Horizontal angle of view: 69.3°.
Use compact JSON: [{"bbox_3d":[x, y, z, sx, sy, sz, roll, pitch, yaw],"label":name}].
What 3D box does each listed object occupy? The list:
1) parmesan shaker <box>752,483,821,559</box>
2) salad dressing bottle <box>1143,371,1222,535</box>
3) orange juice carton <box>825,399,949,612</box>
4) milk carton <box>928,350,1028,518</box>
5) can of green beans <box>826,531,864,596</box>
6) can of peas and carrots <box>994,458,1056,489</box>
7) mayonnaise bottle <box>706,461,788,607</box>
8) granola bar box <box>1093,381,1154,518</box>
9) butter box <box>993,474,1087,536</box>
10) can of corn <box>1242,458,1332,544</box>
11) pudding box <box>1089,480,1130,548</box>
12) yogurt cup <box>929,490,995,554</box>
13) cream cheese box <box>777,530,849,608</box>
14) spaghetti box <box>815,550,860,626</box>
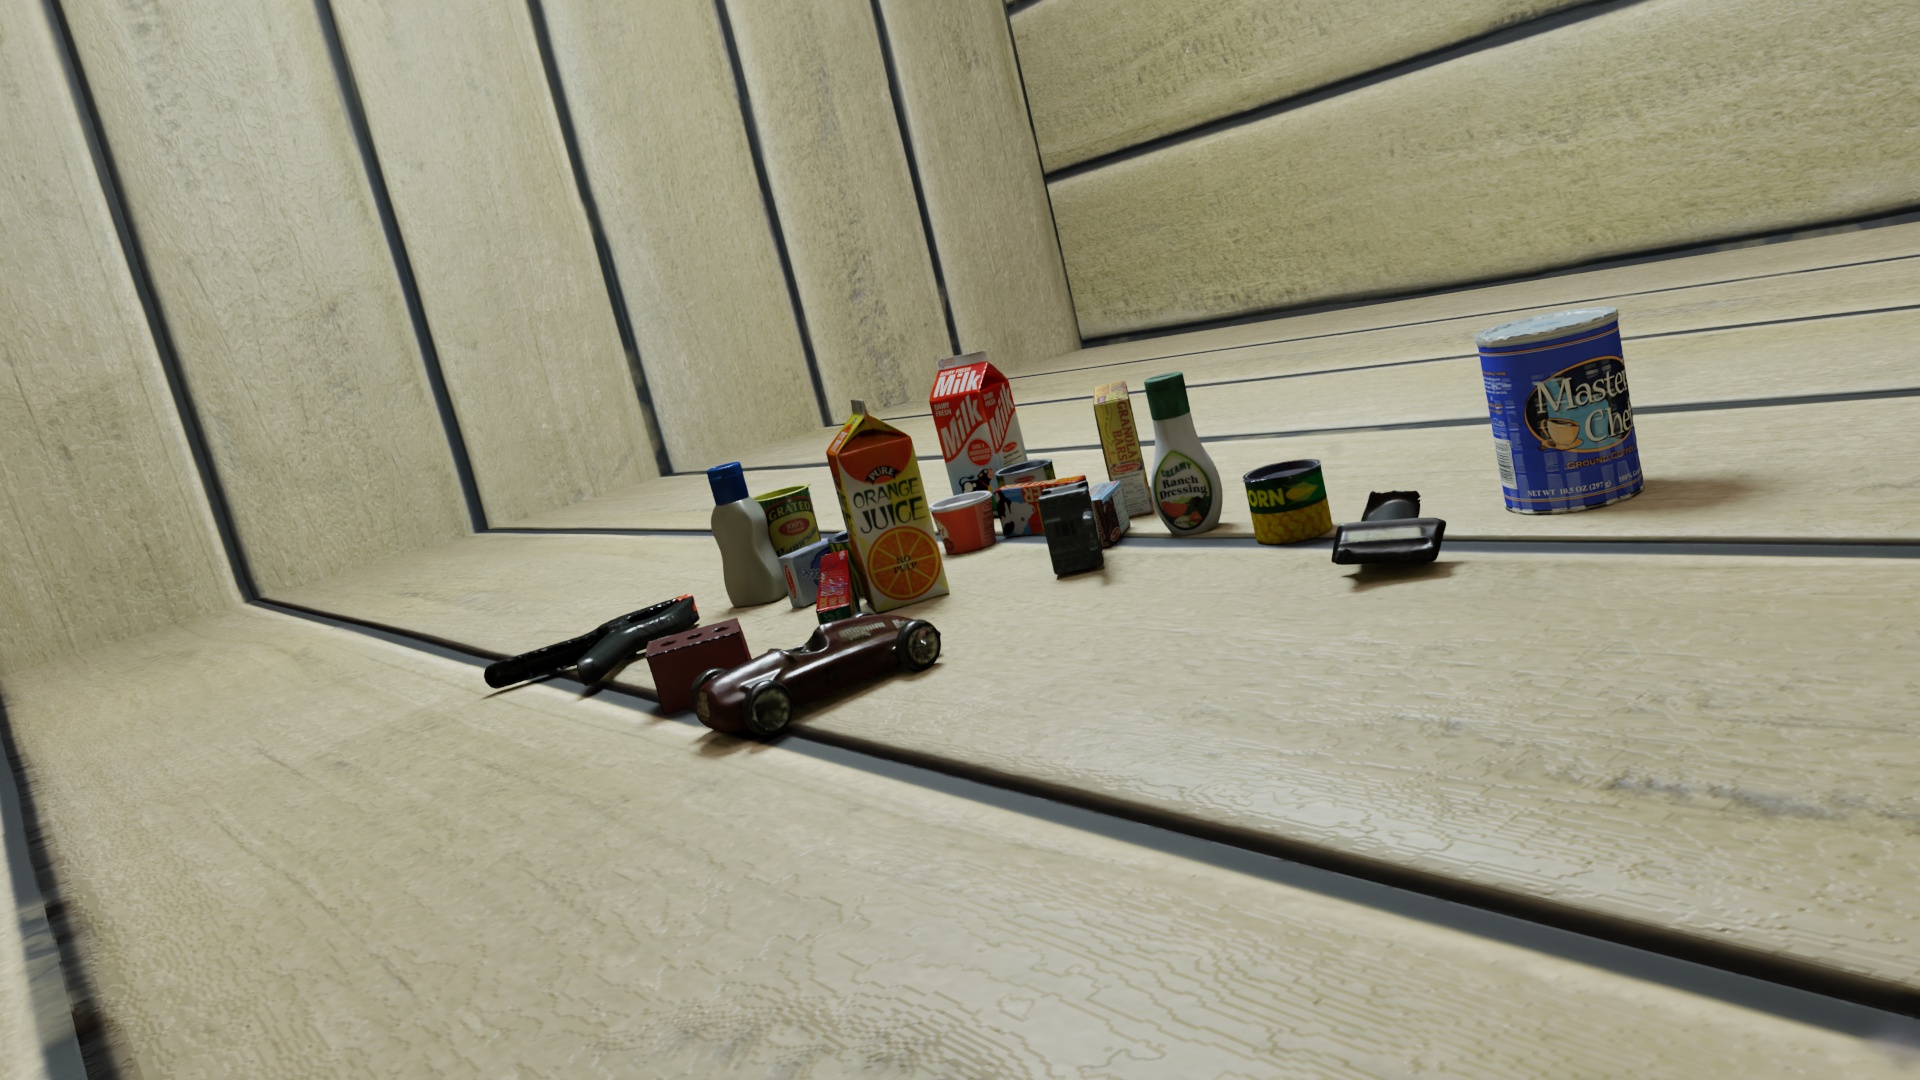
[{"bbox_3d":[-0.179,-0.003,1.486,0.071,0.103,0.071,-13,10,3],"label":"parmesan shaker"},{"bbox_3d":[0.202,-0.080,1.281,0.064,0.147,0.044,-9,11,24],"label":"salad dressing bottle"},{"bbox_3d":[-0.073,-0.038,1.287,0.073,0.192,0.072,-16,10,-11],"label":"orange juice carton"},{"bbox_3d":[0.023,-0.124,1.620,0.072,0.190,0.074,-7,12,33],"label":"milk carton"},{"bbox_3d":[-0.093,0.019,1.382,0.071,0.057,0.071,-13,10,3],"label":"can of green beans"},{"bbox_3d":[0.077,-0.056,1.555,0.071,0.058,0.071,-13,10,3],"label":"can of peas and carrots"},{"bbox_3d":[-0.226,-0.007,1.442,0.064,0.147,0.041,-9,11,25],"label":"mayonnaise bottle"},{"bbox_3d":[0.172,-0.099,1.482,0.039,0.124,0.166,-12,10,8],"label":"granola bar box"},{"bbox_3d":[0.088,-0.035,1.451,0.103,0.053,0.024,-7,12,33],"label":"butter box"},{"bbox_3d":[0.276,-0.032,1.180,0.071,0.058,0.071,-13,10,3],"label":"can of corn"},{"bbox_3d":[0.137,-0.025,1.342,0.030,0.049,0.084,-10,11,22],"label":"pudding box"},{"bbox_3d":[0.005,-0.018,1.465,0.072,0.054,0.072,-13,10,3],"label":"yogurt cup"},{"bbox_3d":[-0.135,0.027,1.407,0.024,0.053,0.104,-5,14,42],"label":"cream cheese box"},{"bbox_3d":[-0.107,0.056,1.231,0.029,0.050,0.250,-14,11,-2],"label":"spaghetti box"}]
